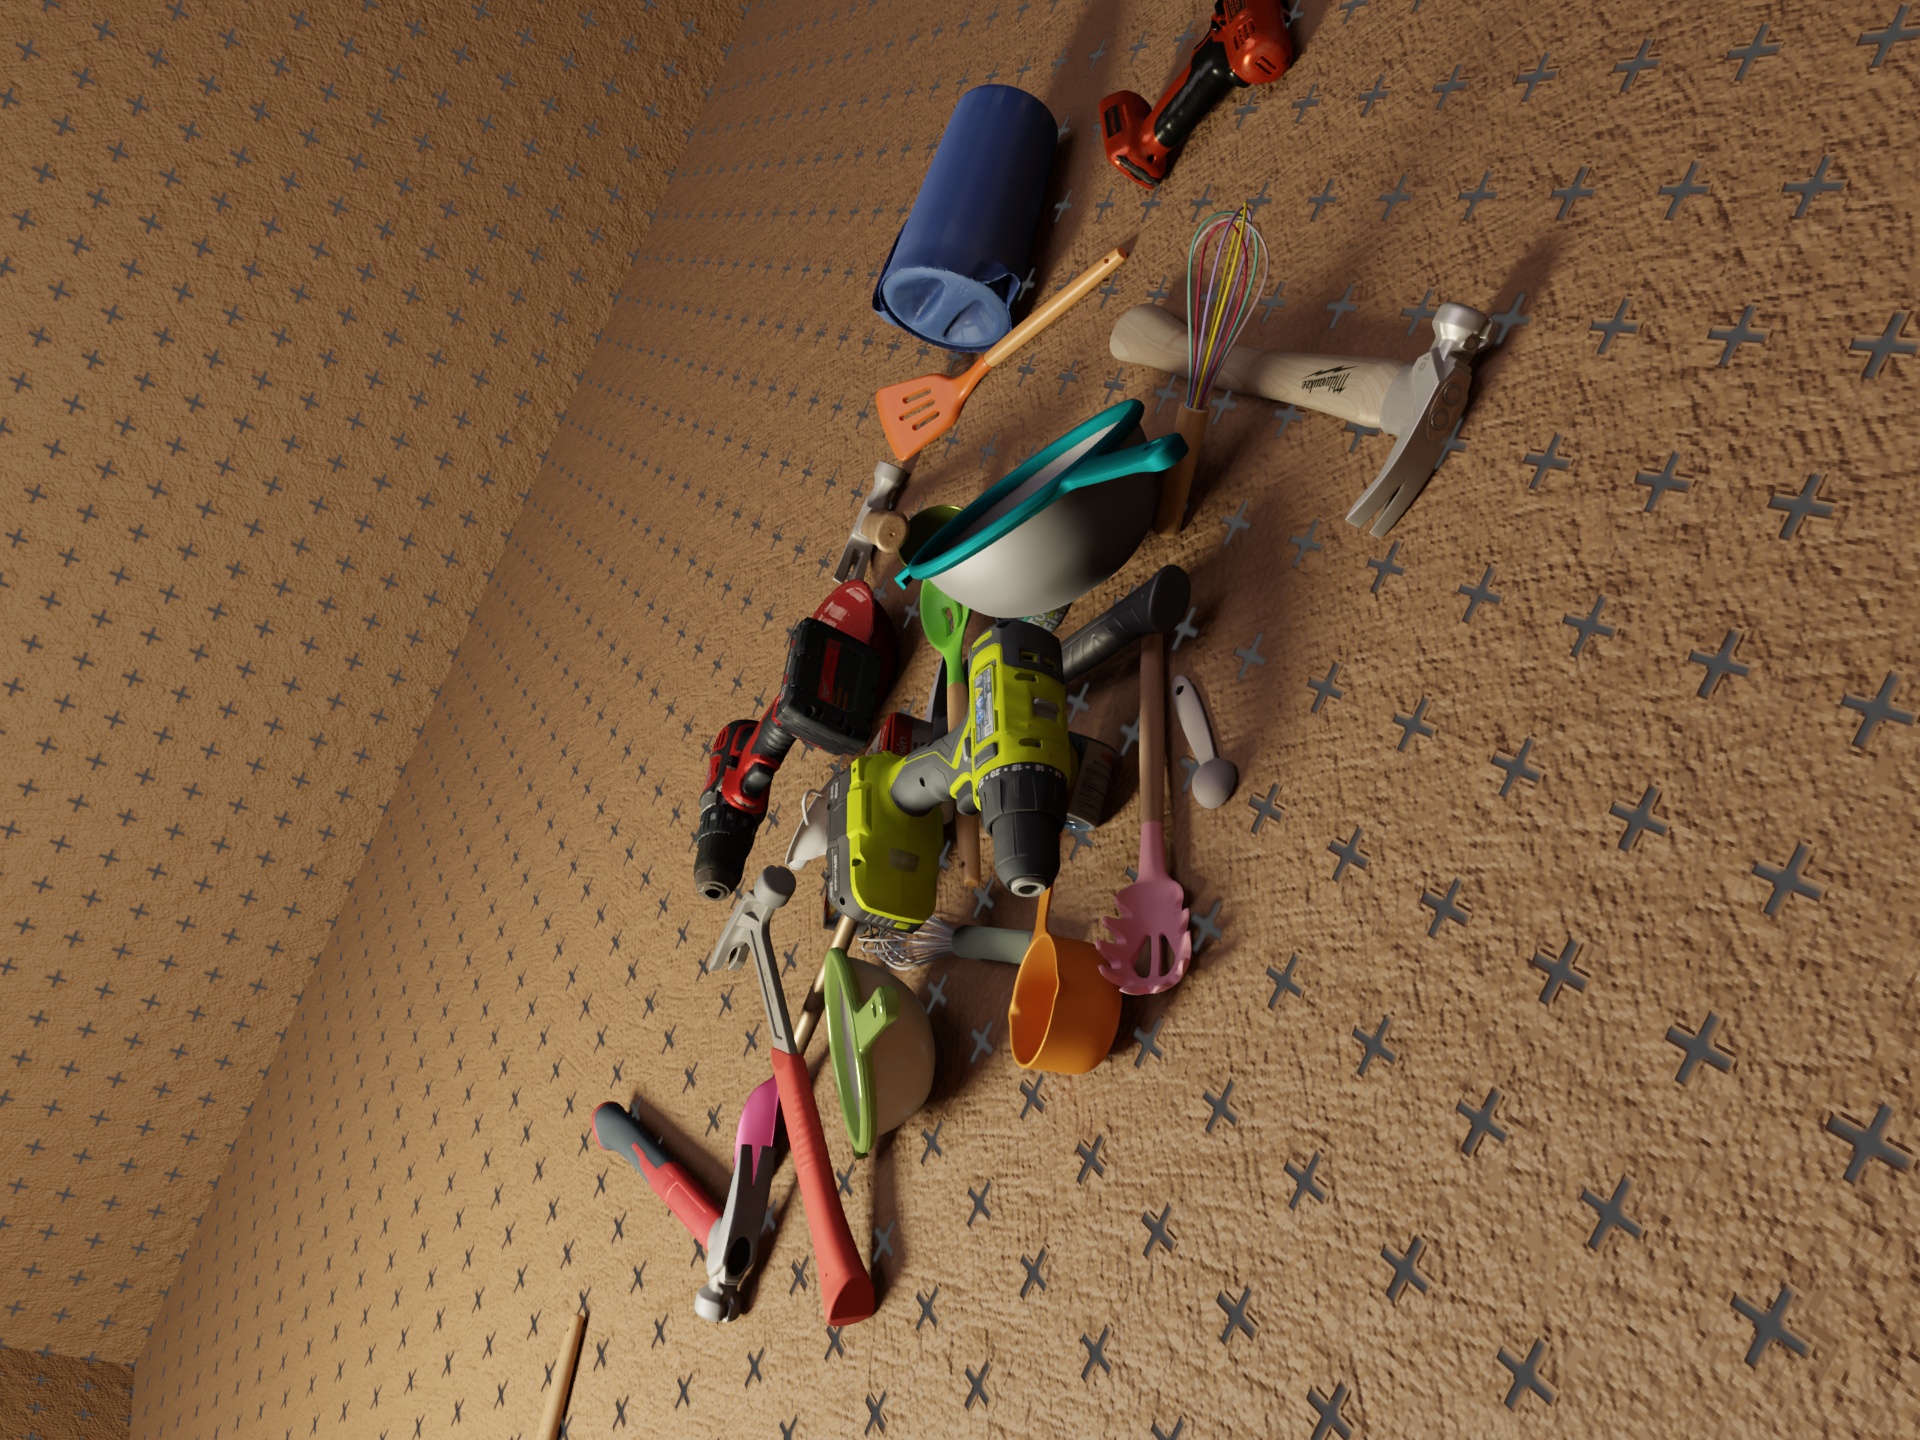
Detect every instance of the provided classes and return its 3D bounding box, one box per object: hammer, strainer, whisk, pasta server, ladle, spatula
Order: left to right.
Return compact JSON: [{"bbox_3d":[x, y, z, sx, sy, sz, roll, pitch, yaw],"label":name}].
[{"bbox_3d":[-0.406,0.715,1.473,0.082,0.044,0.318,-26,47,55],"label":"spatula"},{"bbox_3d":[-0.265,0.403,1.455,0.386,0.038,0.143,10,86,62],"label":"hammer"},{"bbox_3d":[-0.133,0.299,1.253,0.149,0.036,0.359,-59,39,41],"label":"hammer"},{"bbox_3d":[-0.126,0.101,1.361,0.087,0.050,0.258,-59,3,-18],"label":"strainer"},{"bbox_3d":[-0.076,-0.178,1.476,0.331,0.031,0.130,-127,59,-79],"label":"hammer"},{"bbox_3d":[-0.046,0.221,1.134,0.256,0.069,0.152,118,143,-66],"label":"strainer"},{"bbox_3d":[-0.002,0.167,1.198,0.246,0.058,0.059,-5,100,55],"label":"whisk"},{"bbox_3d":[0.036,-0.353,1.503,0.322,0.041,0.081,-30,74,45],"label":"spatula"},{"bbox_3d":[0.059,-0.182,1.331,0.320,0.062,0.078,-19,50,50],"label":"ladle"},{"bbox_3d":[0.062,-0.037,1.214,0.334,0.035,0.146,-35,42,52],"label":"hammer"},{"bbox_3d":[0.092,-0.138,1.119,0.211,0.095,0.340,-40,14,-14],"label":"strainer"},{"bbox_3d":[0.127,0.044,1.070,0.060,0.040,0.316,-8,54,19],"label":"pasta server"},{"bbox_3d":[0.168,-0.240,1.116,0.047,0.051,0.244,-125,37,-50],"label":"whisk"},{"bbox_3d":[0.210,-0.242,1.141,0.146,0.038,0.411,-64,28,8],"label":"hammer"}]

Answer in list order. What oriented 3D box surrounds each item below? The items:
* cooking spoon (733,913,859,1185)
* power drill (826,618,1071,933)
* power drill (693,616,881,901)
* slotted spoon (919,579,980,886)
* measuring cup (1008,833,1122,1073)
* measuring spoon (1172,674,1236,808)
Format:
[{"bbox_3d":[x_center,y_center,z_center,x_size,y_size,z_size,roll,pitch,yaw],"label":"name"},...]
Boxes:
[{"bbox_3d":[-0.133,0.266,1.318,0.069,0.017,0.318,51,125,50],"label":"cooking spoon"},{"bbox_3d":[-0.004,0.061,1.107,0.228,0.080,0.191,-39,43,45],"label":"power drill"},{"bbox_3d":[-0.164,0.038,1.391,0.226,0.080,0.188,-45,27,40],"label":"power drill"},{"bbox_3d":[-0.002,-0.004,1.249,0.070,0.031,0.314,-47,35,40],"label":"slotted spoon"},{"bbox_3d":[0.076,0.148,1.050,0.095,0.052,0.174,129,153,-62],"label":"measuring cup"},{"bbox_3d":[0.156,0.009,1.067,0.034,0.018,0.124,-49,33,29],"label":"measuring spoon"}]
